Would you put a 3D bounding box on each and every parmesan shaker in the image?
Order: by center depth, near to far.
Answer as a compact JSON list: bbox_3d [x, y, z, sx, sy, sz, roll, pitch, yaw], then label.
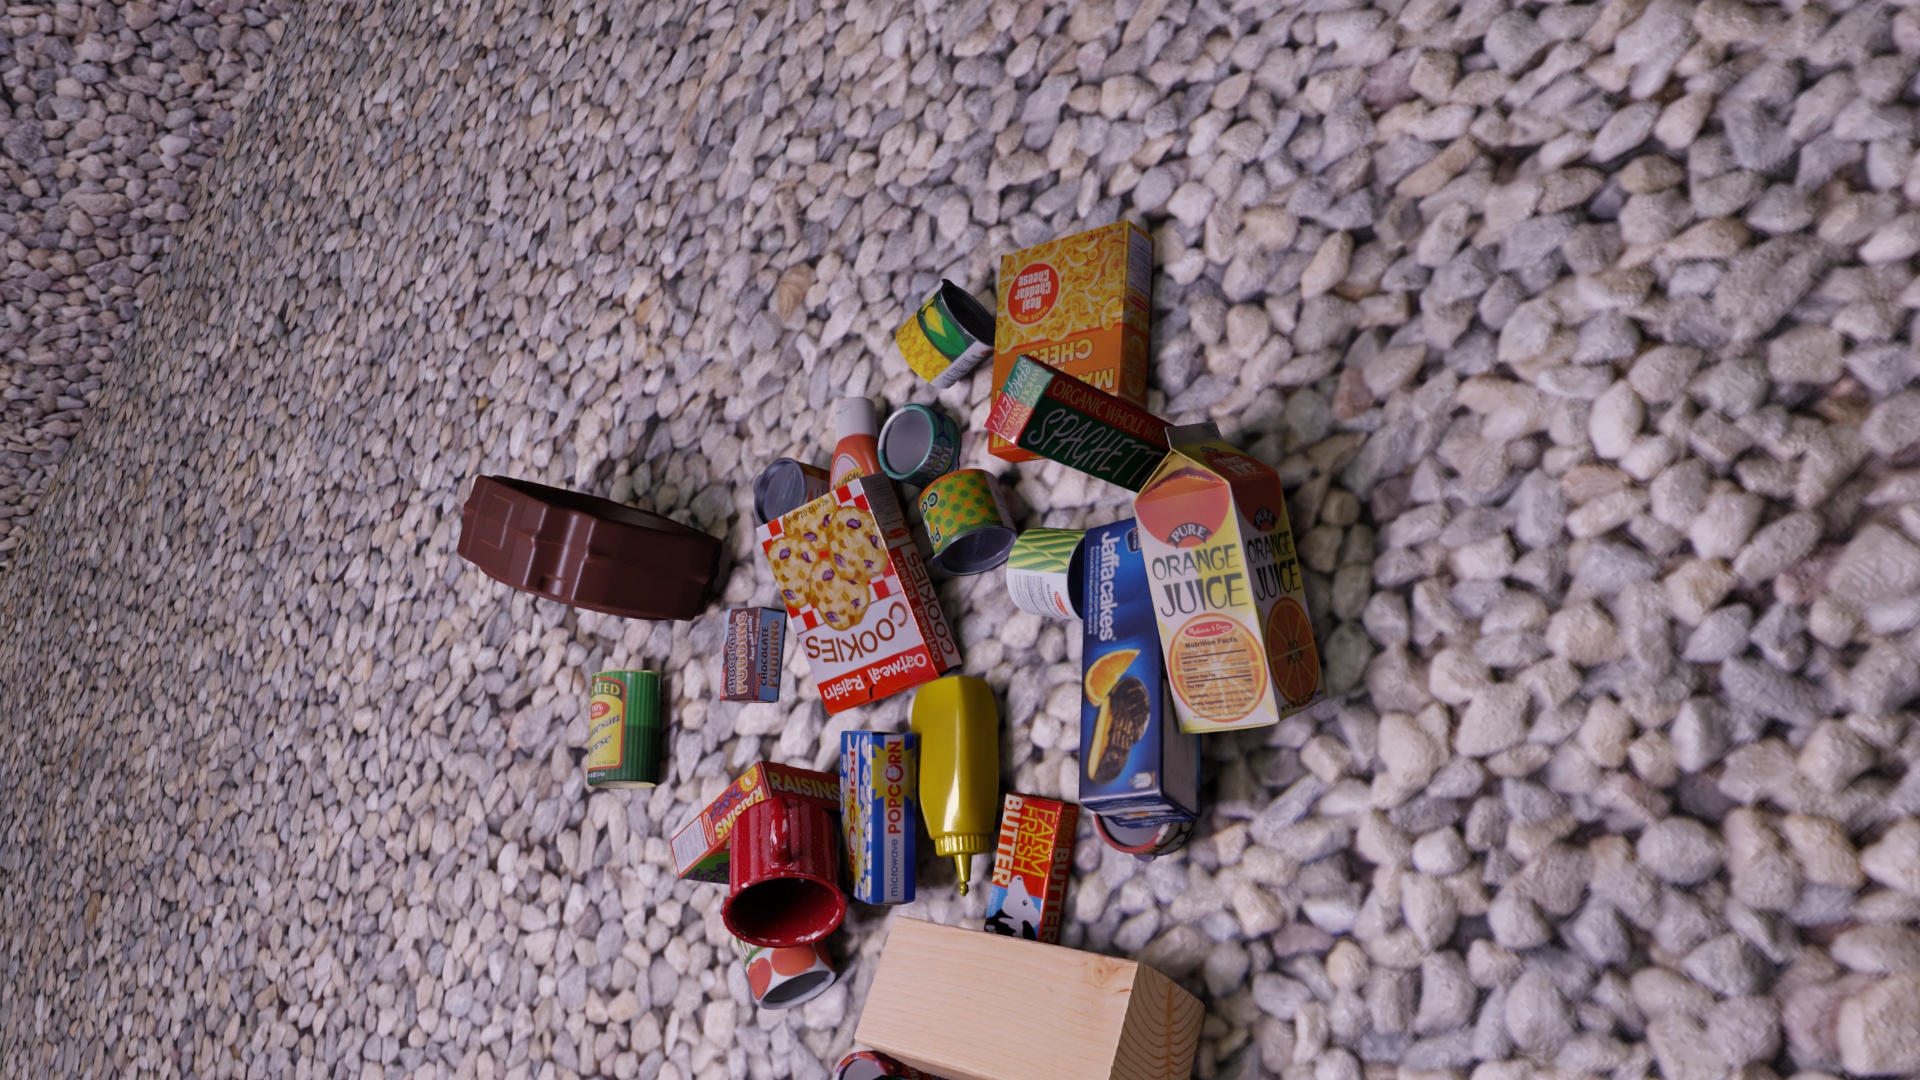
[{"bbox_3d":[-0.313,0.177,1.302,0.071,0.071,0.103,-16,68,38],"label":"parmesan shaker"}]

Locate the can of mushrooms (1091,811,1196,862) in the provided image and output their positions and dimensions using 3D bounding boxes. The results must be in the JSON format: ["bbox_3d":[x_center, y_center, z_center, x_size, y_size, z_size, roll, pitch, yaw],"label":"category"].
[{"bbox_3d":[0.123,0.181,0.938,0.071,0.033,0.071,-13,69,38],"label":"can of mushrooms"}]

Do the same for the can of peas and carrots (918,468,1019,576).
[{"bbox_3d":[0.004,-0.013,1.075,0.070,0.071,0.059,-38,55,28],"label":"can of peas and carrots"}]

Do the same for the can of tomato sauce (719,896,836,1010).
[{"bbox_3d":[-0.145,0.321,1.108,0.071,0.071,0.083,-45,53,23],"label":"can of tomato sauce"}]

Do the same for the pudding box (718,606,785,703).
[{"bbox_3d":[-0.186,0.102,1.236,0.049,0.030,0.084,-7,73,41],"label":"pudding box"}]

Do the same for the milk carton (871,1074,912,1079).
[{"bbox_3d":[0.022,0.408,0.908,0.190,0.073,0.072,4,80,16],"label":"milk carton"}]

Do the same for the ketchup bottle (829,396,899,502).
[{"bbox_3d":[-0.084,-0.049,1.182,0.064,0.043,0.149,-24,62,35],"label":"ketchup bottle"}]

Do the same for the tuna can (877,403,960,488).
[{"bbox_3d":[-0.034,-0.077,1.153,0.071,0.033,0.071,-14,69,39],"label":"tuna can"}]

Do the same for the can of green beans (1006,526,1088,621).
[{"bbox_3d":[0.076,0.024,1.004,0.058,0.071,0.071,5,81,43],"label":"can of green beans"}]

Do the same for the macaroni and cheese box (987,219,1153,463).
[{"bbox_3d":[0.084,-0.149,1.064,0.123,0.040,0.167,-7,72,40],"label":"macaroni and cheese box"}]

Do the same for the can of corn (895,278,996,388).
[{"bbox_3d":[-0.012,-0.168,1.136,0.058,0.071,0.071,-40,55,27],"label":"can of corn"}]

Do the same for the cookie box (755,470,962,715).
[{"bbox_3d":[-0.084,0.044,1.115,0.122,0.040,0.167,-24,87,35],"label":"cookie box"}]

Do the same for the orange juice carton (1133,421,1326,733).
[{"bbox_3d":[0.167,0.019,0.883,0.073,0.072,0.192,-13,88,39],"label":"orange juice carton"}]

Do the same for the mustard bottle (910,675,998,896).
[{"bbox_3d":[-0.002,0.184,1.036,0.065,0.049,0.160,-22,64,44],"label":"mustard bottle"}]

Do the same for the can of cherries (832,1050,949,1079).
[{"bbox_3d":[-0.050,0.403,1.009,0.071,0.058,0.071,-13,69,39],"label":"can of cherries"}]

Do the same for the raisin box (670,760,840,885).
[{"bbox_3d":[-0.166,0.234,1.141,0.123,0.086,0.040,-43,49,25],"label":"raisin box"}]

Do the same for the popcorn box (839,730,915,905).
[{"bbox_3d":[-0.064,0.209,1.061,0.085,0.038,0.127,159,113,-69],"label":"popcorn box"}]

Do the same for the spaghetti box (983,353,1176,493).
[{"bbox_3d":[0.102,-0.061,0.880,0.029,0.250,0.050,34,102,35],"label":"spaghetti box"}]

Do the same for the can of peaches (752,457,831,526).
[{"bbox_3d":[-0.139,-0.035,1.217,0.071,0.058,0.071,-13,70,39],"label":"can of peaches"}]

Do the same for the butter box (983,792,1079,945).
[{"bbox_3d":[0.051,0.235,0.992,0.053,0.024,0.103,3,80,43],"label":"butter box"}]
